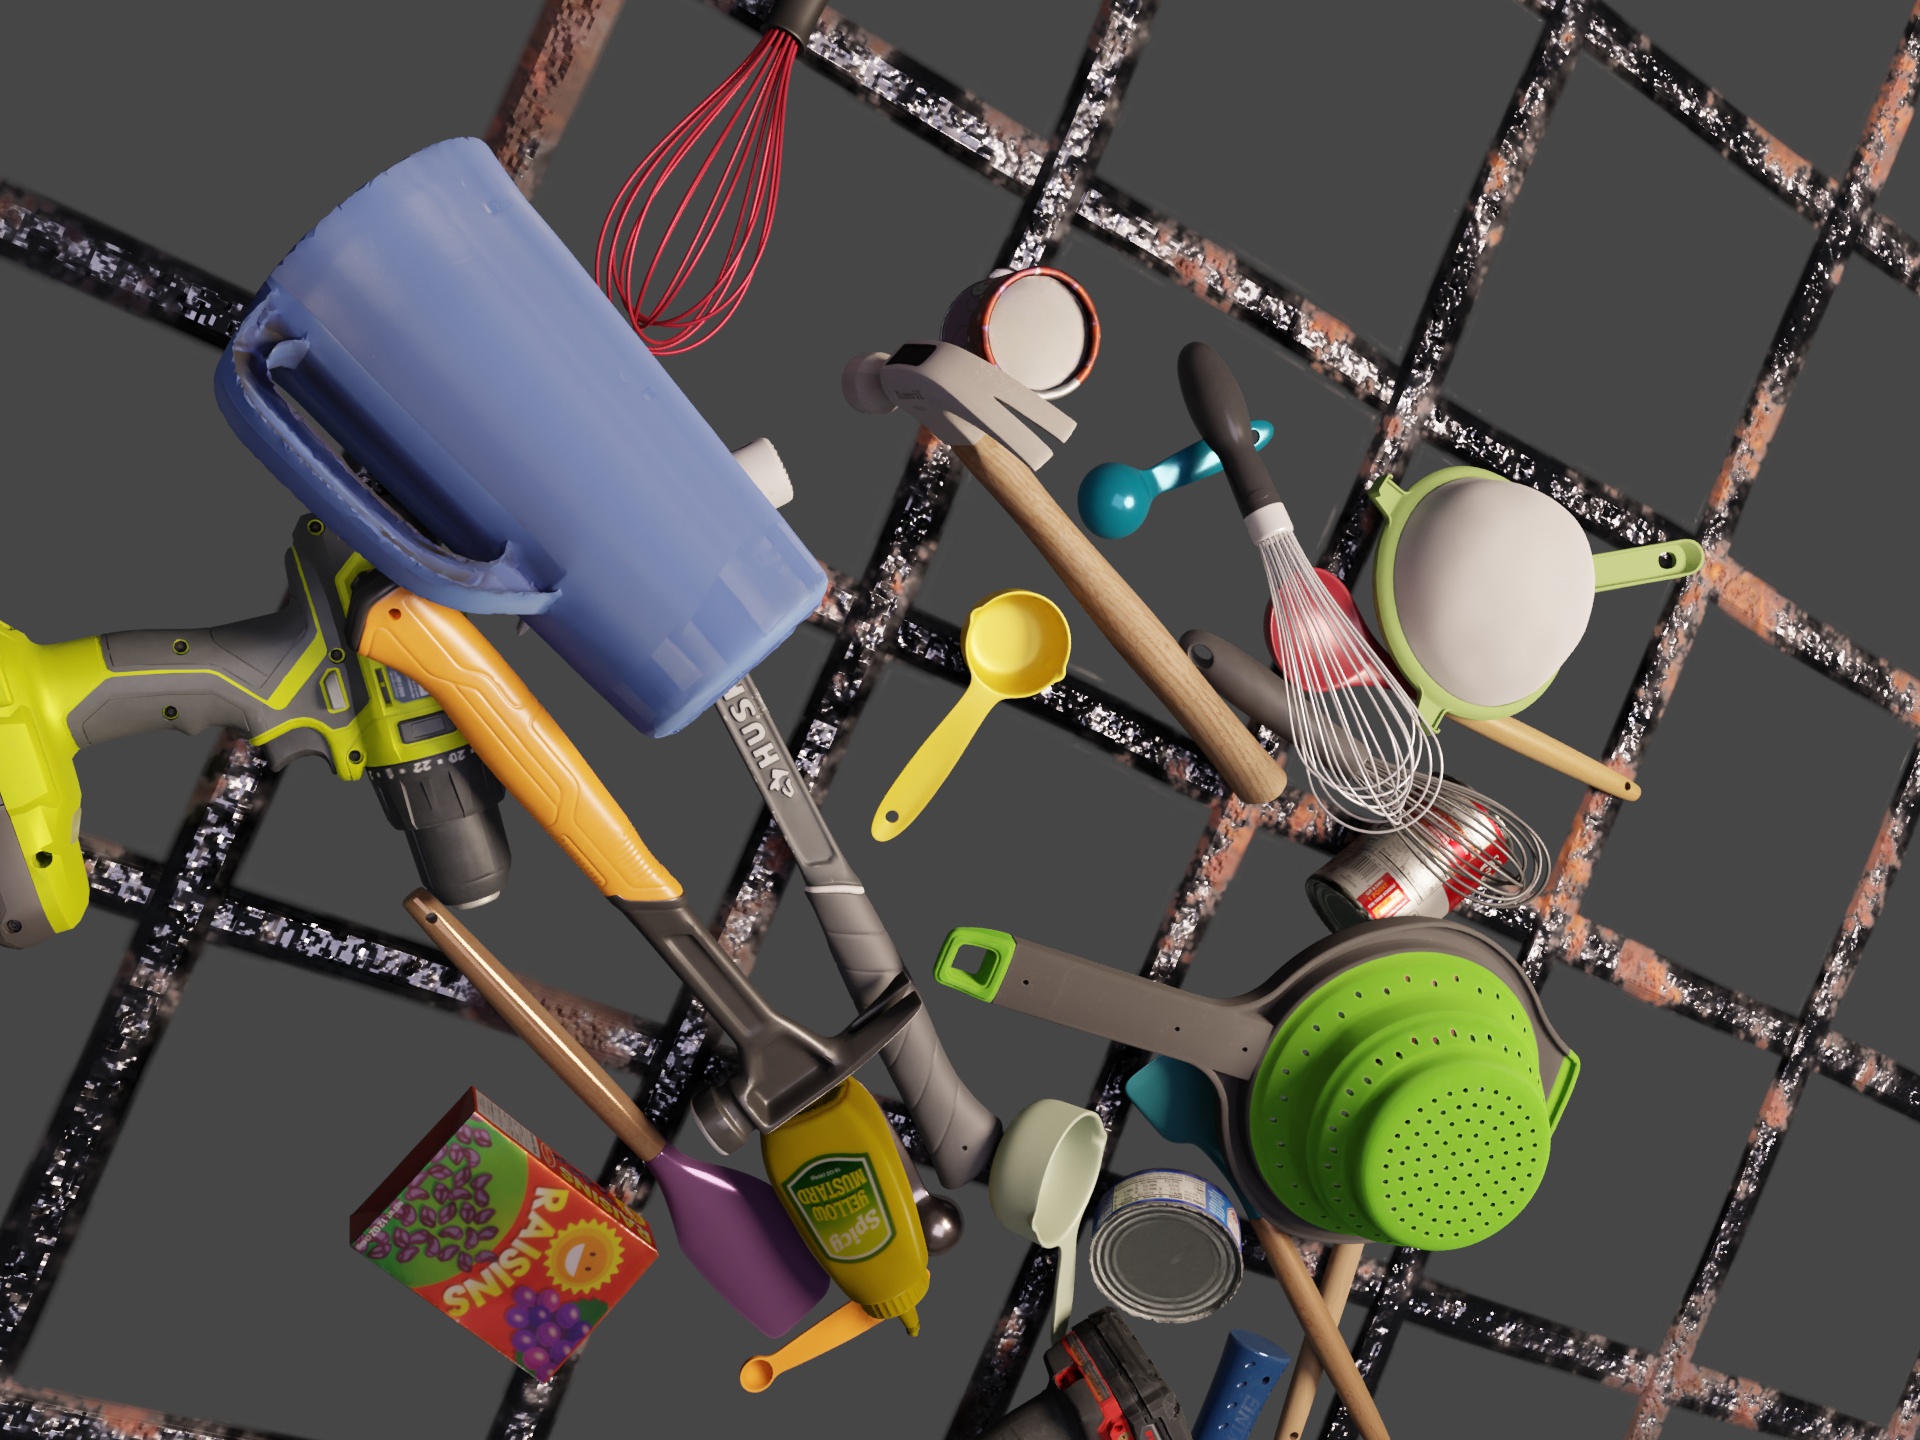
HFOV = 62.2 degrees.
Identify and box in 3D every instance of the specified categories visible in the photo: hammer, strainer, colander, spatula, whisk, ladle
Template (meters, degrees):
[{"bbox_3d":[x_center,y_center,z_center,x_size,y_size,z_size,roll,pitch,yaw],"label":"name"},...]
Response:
[{"bbox_3d":[-0.078,0.072,0.815,0.149,0.036,0.408,-27,107,-10],"label":"hammer"},{"bbox_3d":[0.362,-0.085,0.934,0.256,0.069,0.151,-10,90,-25],"label":"strainer"},{"bbox_3d":[0.176,0.192,0.844,0.397,0.095,0.204,19,100,-16],"label":"colander"},{"bbox_3d":[0.075,-0.067,0.826,0.031,0.130,0.331,-51,119,-13],"label":"hammer"},{"bbox_3d":[-0.170,0.200,0.808,0.060,0.018,0.315,-43,110,-14],"label":"spatula"},{"bbox_3d":[0.220,0.022,0.877,0.239,0.055,0.055,36,83,5],"label":"whisk"},{"bbox_3d":[0.299,-0.009,0.953,0.315,0.031,0.069,23,82,-24],"label":"ladle"},{"bbox_3d":[0.093,0.557,0.946,0.144,0.035,0.405,24,88,-22],"label":"hammer"},{"bbox_3d":[0.191,0.315,0.937,0.082,0.044,0.317,-30,100,-12],"label":"spatula"},{"bbox_3d":[-0.092,-0.306,0.752,0.073,0.073,0.296,27,81,-22],"label":"whisk"},{"bbox_3d":[-0.152,0.059,0.730,0.127,0.034,0.336,-35,118,-2],"label":"hammer"},{"bbox_3d":[0.177,-0.075,0.843,0.070,0.070,0.285,-18,80,-18],"label":"whisk"}]

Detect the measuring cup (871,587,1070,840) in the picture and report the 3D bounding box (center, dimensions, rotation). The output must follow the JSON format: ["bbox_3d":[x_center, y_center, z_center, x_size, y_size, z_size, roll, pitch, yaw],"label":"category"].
[{"bbox_3d":[-0.001,-0.003,0.847,0.062,0.029,0.156,34,96,-17],"label":"measuring cup"}]

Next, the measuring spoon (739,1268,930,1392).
[{"bbox_3d":[-0.069,0.330,0.871,0.117,0.011,0.021,-25,106,-20],"label":"measuring spoon"}]

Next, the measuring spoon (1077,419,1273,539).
[{"bbox_3d":[0.123,-0.137,0.871,0.128,0.021,0.042,-26,105,-16],"label":"measuring spoon"}]

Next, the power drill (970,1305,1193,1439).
[{"bbox_3d":[0.021,0.437,0.879,0.219,0.079,0.143,-26,117,-11],"label":"power drill"}]

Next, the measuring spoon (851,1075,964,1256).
[{"bbox_3d":[-0.034,0.244,0.866,0.034,0.018,0.124,-34,107,-13],"label":"measuring spoon"}]

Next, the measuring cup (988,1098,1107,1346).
[{"bbox_3d":[0.045,0.285,0.891,0.083,0.038,0.167,-35,134,-49],"label":"measuring cup"}]

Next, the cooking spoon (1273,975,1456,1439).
[{"bbox_3d":[0.246,0.299,0.979,0.068,0.017,0.319,17,90,-19],"label":"cooking spoon"}]

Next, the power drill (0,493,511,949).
[{"bbox_3d":[-0.319,0.015,0.697,0.228,0.080,0.190,-17,102,-21],"label":"power drill"}]
